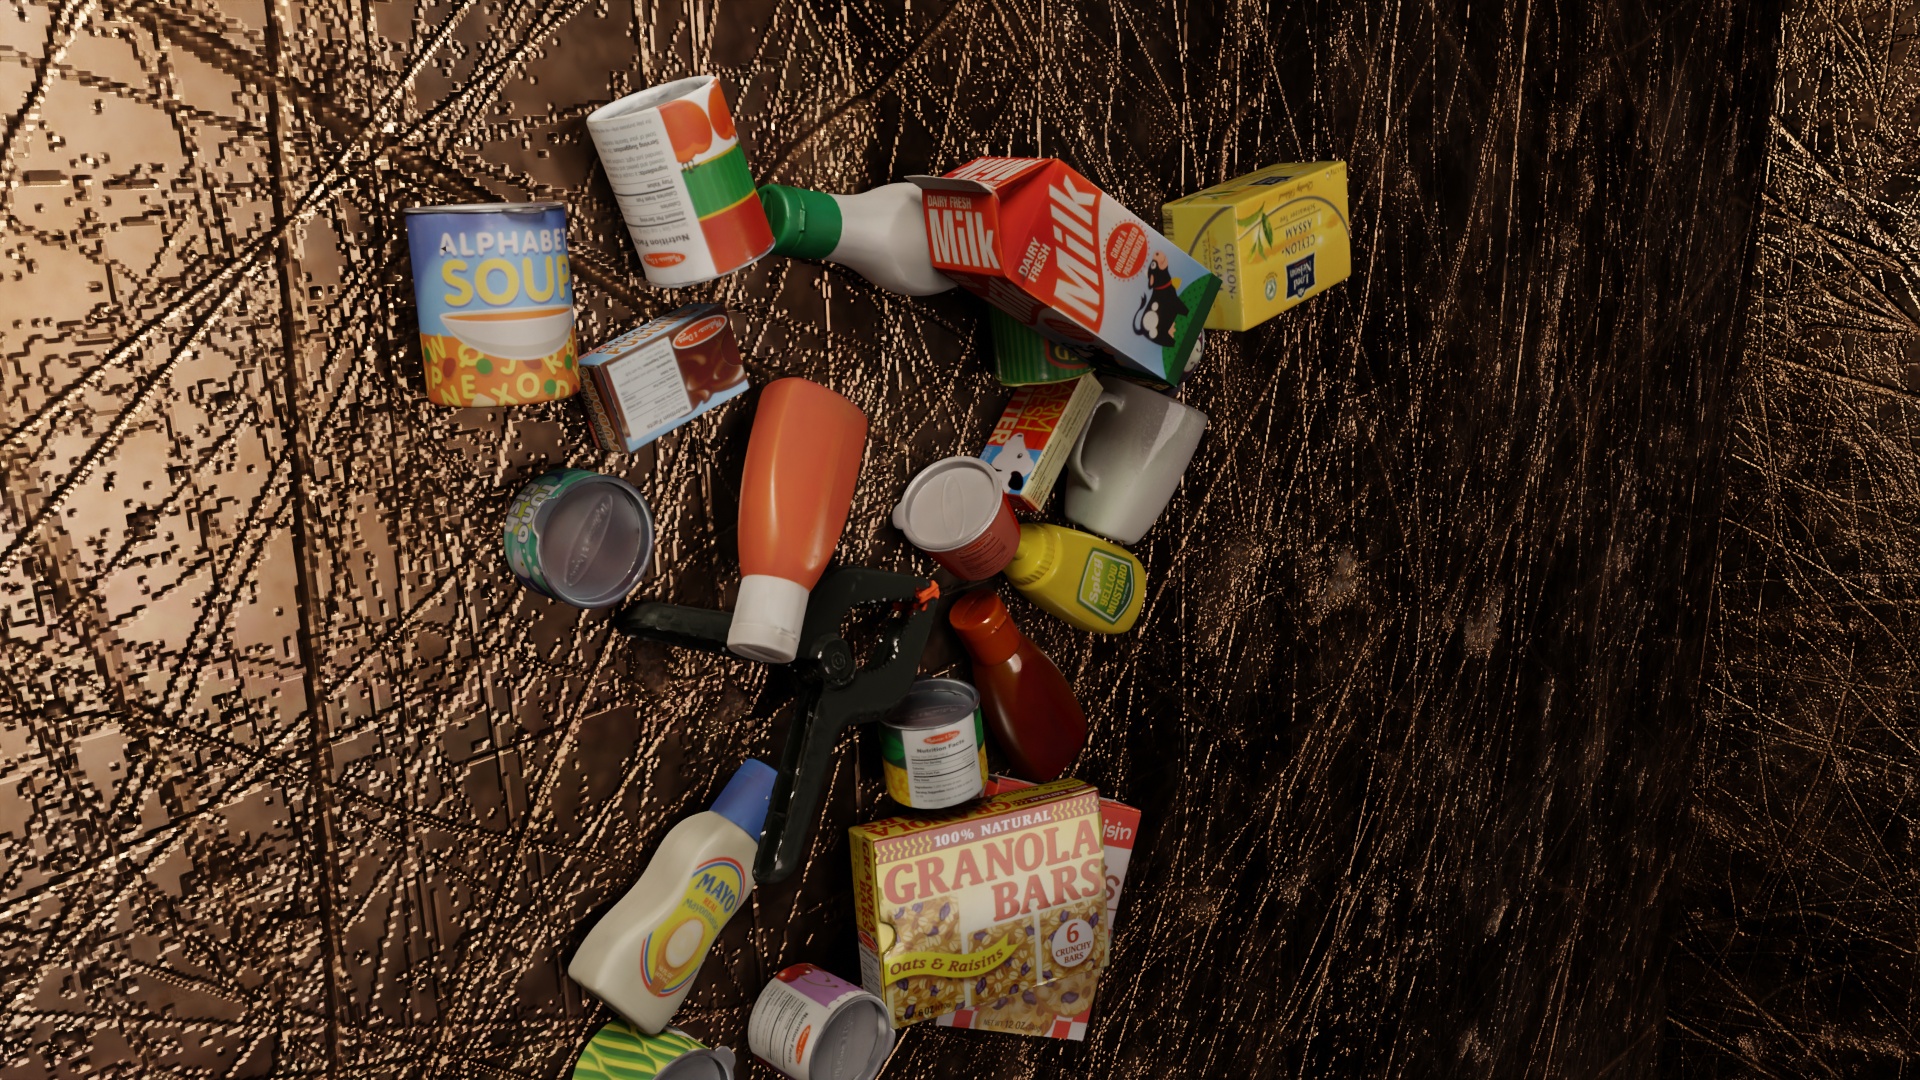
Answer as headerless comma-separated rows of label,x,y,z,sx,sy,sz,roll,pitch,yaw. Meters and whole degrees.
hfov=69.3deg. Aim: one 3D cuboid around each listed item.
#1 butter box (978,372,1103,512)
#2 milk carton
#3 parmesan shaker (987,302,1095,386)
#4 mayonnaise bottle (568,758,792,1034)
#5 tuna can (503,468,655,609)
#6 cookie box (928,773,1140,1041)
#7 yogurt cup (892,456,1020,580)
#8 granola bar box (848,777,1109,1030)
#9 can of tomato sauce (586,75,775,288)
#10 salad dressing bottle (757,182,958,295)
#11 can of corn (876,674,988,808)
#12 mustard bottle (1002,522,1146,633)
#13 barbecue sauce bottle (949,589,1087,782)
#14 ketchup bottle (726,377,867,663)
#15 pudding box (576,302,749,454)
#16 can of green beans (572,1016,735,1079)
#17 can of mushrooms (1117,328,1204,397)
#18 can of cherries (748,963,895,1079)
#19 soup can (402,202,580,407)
butter box,0.048,-0.068,0.911,0.024,0.053,0.104,45,65,-41
milk carton,0.056,-0.161,0.796,0.190,0.072,0.073,25,87,-37
parmesan shaker,0.048,-0.156,0.879,0.071,0.071,0.102,-27,118,-42
mayonnaise bottle,-0.145,0.189,0.759,0.149,0.041,0.064,-55,132,-25
tuna can,-0.187,-0.002,0.675,0.071,0.033,0.071,-14,109,-46
cookie box,0.048,0.254,0.963,0.123,0.040,0.167,17,86,-28
yogurt cup,0.003,-0.011,0.866,0.072,0.072,0.053,-61,144,-19
granola bar box,0.016,0.232,0.900,0.166,0.039,0.124,-8,97,-26
can of tomato sauce,-0.134,-0.174,0.672,0.071,0.071,0.082,-40,126,-36
salad dressing bottle,-0.051,-0.173,0.783,0.148,0.044,0.064,-4,102,-47
can of corn,-0.018,0.126,0.873,0.071,0.071,0.058,-27,119,-42
mustard bottle,0.069,0.021,0.957,0.160,0.049,0.065,23,80,-49
barbecue sauce bottle,0.038,0.096,0.944,0.065,0.043,0.148,-51,132,-28
ketchup bottle,-0.091,-0.010,0.747,0.064,0.043,0.149,29,62,-41
pudding box,-0.151,-0.083,0.700,0.084,0.030,0.049,-36,123,-38
can of green beans,-0.166,0.295,0.748,0.071,0.058,0.071,-14,109,-46
can of mushrooms,0.137,-0.138,0.982,0.033,0.071,0.071,16,87,-48
can of cherries,-0.084,0.298,0.841,0.072,0.058,0.071,-13,107,-47
soup can,-0.202,-0.104,0.606,0.071,0.071,0.083,-18,112,-45
